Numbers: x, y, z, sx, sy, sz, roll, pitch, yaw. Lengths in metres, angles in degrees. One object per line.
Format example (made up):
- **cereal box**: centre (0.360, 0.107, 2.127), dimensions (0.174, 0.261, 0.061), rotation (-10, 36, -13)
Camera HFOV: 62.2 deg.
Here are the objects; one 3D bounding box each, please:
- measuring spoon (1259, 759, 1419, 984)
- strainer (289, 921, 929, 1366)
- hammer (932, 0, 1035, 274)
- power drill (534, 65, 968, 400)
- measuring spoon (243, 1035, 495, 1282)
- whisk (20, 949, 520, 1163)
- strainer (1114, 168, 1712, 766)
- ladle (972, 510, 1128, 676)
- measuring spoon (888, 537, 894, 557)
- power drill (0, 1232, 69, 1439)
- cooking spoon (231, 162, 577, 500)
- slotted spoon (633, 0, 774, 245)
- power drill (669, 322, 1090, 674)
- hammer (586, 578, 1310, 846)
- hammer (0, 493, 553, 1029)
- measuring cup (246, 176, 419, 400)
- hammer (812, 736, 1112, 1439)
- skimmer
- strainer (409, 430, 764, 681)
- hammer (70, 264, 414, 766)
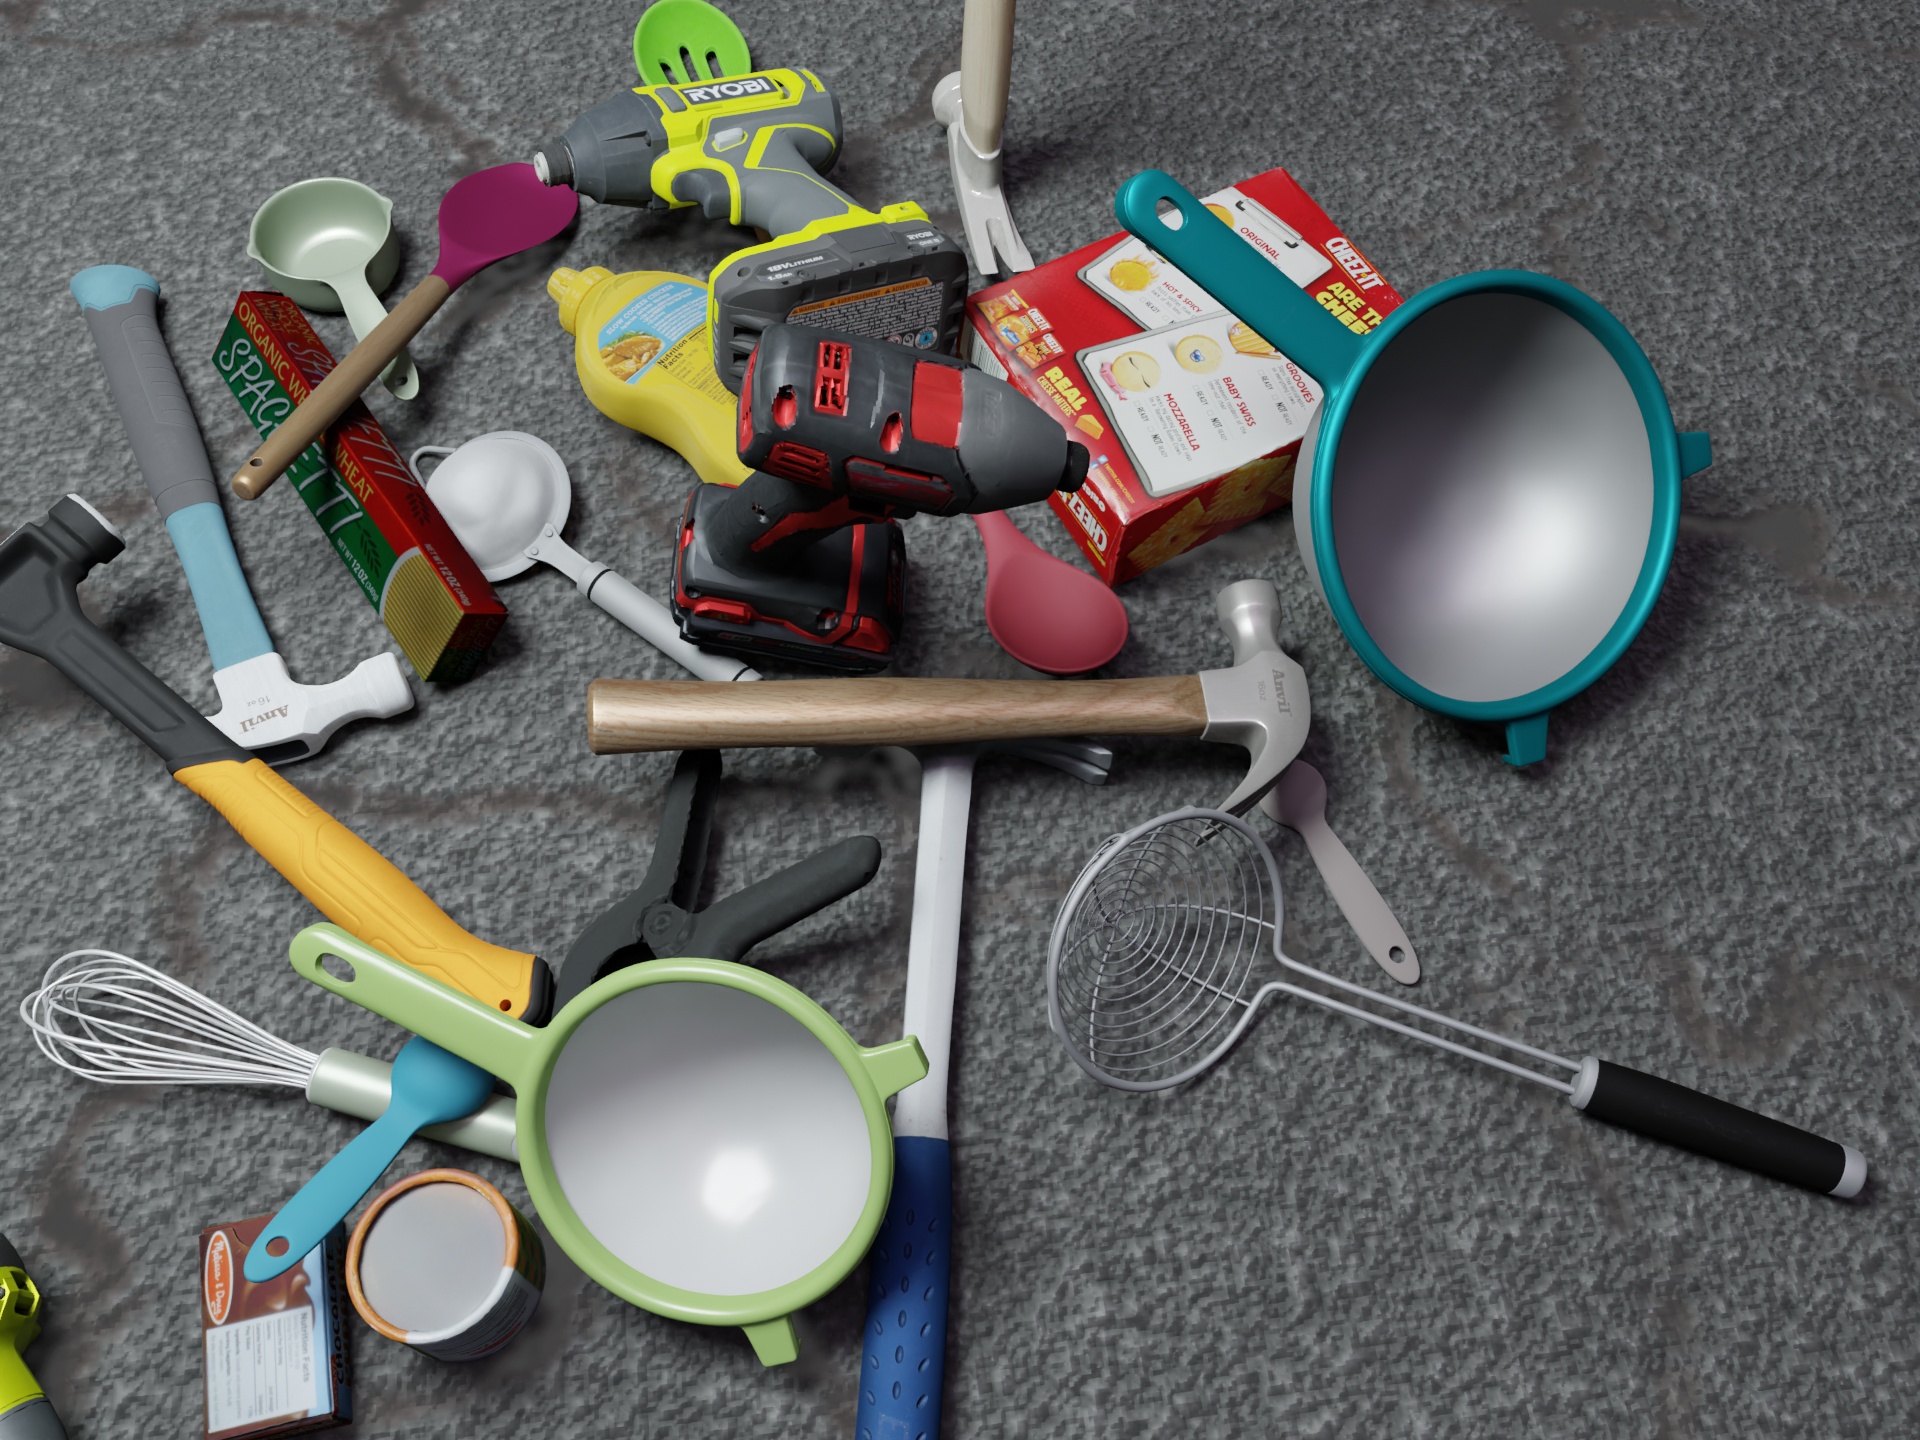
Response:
- **measuring spoon**: centre (0.182, 0.069, 0.752), dimensions (0.034, 0.018, 0.124), rotation (-23, 66, -14)
- **strainer**: centre (-0.142, 0.136, 0.641), dimensions (0.256, 0.069, 0.151), rotation (25, 104, 5)
- **hammer**: centre (0.022, -0.406, 0.775), dimensions (0.038, 0.410, 0.146), rotation (-8, 63, -7)
- **power drill**: centre (-0.110, -0.264, 0.839), dimensions (0.171, 0.080, 0.223), rotation (-20, 54, -24)
- **measuring spoon**: centre (-0.233, 0.167, 0.630), dimensions (0.042, 0.021, 0.129), rotation (29, 44, 9)
- **whisk**: centre (-0.280, 0.149, 0.679), dimensions (0.246, 0.059, 0.058), rotation (16, 99, 2)
- **strainer**: centre (0.191, -0.141, 0.762), dimensions (0.340, 0.095, 0.211), rotation (33, 84, -20)
- **ladle**: centre (-0.006, -0.142, 0.852), dimensions (0.069, 0.031, 0.316), rotation (-21, 63, -18)
- **measuring spoon**: centre (-0.086, -0.073, 0.820), dimensions (0.117, 0.011, 0.021), rotation (-23, 65, -14)
- **power drill**: centre (-0.365, 0.317, 0.567), dimensions (0.229, 0.080, 0.190), rotation (43, 68, 15)
- **cooking spoon**: centre (-0.291, -0.217, 0.847), dimensions (0.069, 0.017, 0.319), rotation (21, 48, 0)
- **slotted spoon**: centre (-0.122, -0.309, 0.936), dimensions (0.070, 0.031, 0.314), rotation (-18, 66, -14)
- **power drill**: centre (-0.045, -0.093, 0.703), dimensions (0.143, 0.219, 0.079), rotation (9, 71, -19)
- **hammer**: centre (-0.001, -0.002, 0.728), dimensions (0.331, 0.031, 0.130), rotation (-1, 59, -8)
- **hammer**: centre (-0.323, 0.041, 0.712), dimensions (0.337, 0.034, 0.127), rotation (37, 71, 7)
- **measuring cup**: centre (-0.332, -0.229, 0.880), dimensions (0.083, 0.038, 0.168), rotation (-27, 69, -15)
- **hammer**: centre (-0.011, 0.169, 0.681), dimensions (0.144, 0.035, 0.406), rotation (4, 62, 0)
- **skimmer**: centre (0.214, 0.141, 0.675), dimensions (0.363, 0.090, 0.127), rotation (19, 92, 5)
- **strainer**: centre (-0.190, -0.077, 0.804), dimensions (0.258, 0.050, 0.087), rotation (35, 82, 12)
- **hammer**: centre (-0.396, -0.115, 0.818), dimensions (0.128, 0.033, 0.331), rotation (-23, 65, -15)
